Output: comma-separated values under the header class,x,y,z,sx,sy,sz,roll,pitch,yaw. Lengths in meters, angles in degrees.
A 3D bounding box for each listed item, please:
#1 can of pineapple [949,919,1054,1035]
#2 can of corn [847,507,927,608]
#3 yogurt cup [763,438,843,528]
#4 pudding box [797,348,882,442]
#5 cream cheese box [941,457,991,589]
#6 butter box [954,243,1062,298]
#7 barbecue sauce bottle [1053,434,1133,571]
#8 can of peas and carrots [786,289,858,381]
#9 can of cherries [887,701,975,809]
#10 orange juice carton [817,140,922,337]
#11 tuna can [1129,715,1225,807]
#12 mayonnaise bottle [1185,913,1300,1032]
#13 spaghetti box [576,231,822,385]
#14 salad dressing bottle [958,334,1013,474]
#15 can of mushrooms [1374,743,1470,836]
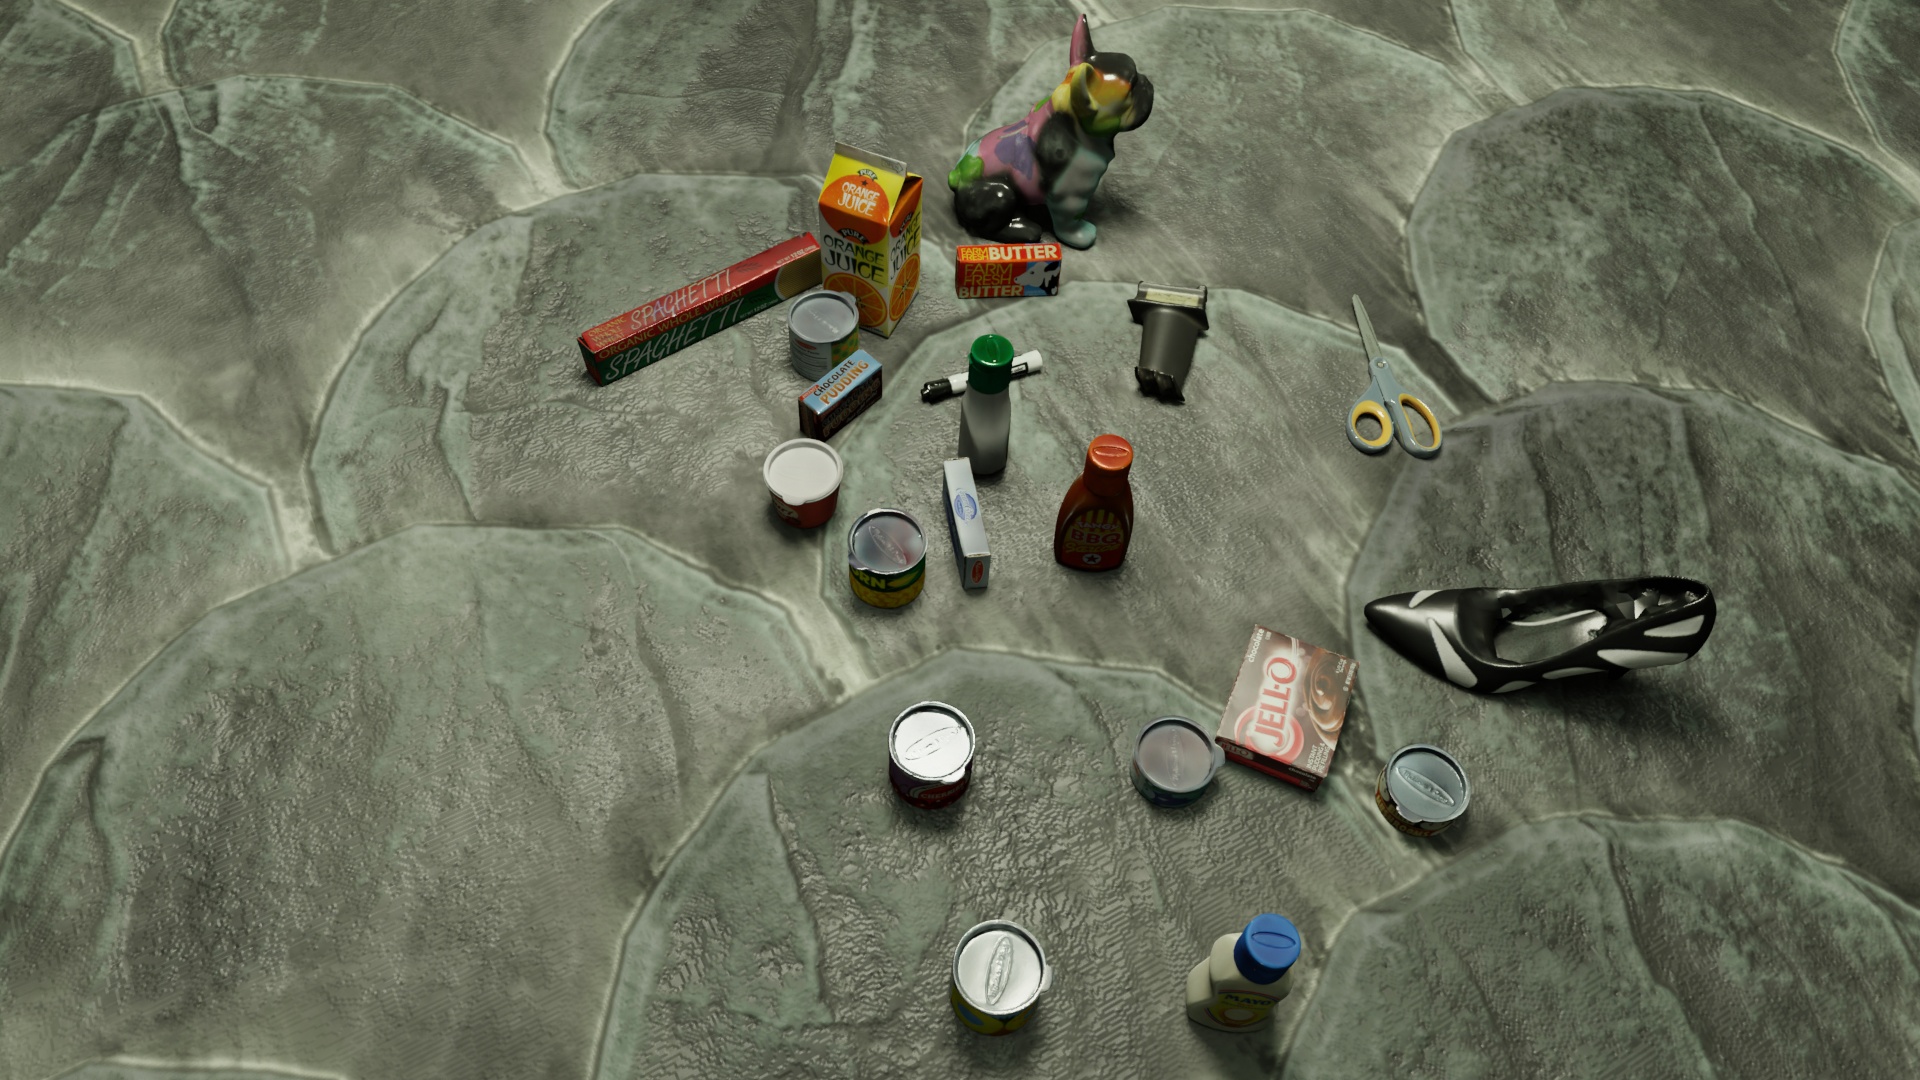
class,x,y,z,sx,sy,sz,roll,pitch,yaw
can of pineapple,0.027,0.310,0.978,0.071,0.057,0.071,2,56,-2
can of corn,-0.064,0.017,1.169,0.071,0.058,0.071,2,56,-2
yogurt cup,-0.136,-0.047,1.211,0.072,0.053,0.073,2,56,-2
pudding box,-0.110,-0.132,1.272,0.030,0.049,0.084,38,62,20
cream cheese box,0.004,-0.015,1.197,0.024,0.053,0.104,-7,57,-8
butter box,0.047,-0.266,1.369,0.103,0.052,0.024,-2,57,-5
barbecue sauce bottle,0.116,-0.030,1.157,0.065,0.147,0.044,5,56,0
can of peas and carrots,-0.127,-0.193,1.307,0.071,0.058,0.071,2,56,-2
can of cherries,-0.022,0.168,1.070,0.071,0.058,0.072,2,56,-2
orange juice carton,-0.083,-0.286,1.291,0.072,0.191,0.073,22,58,11
tuna can,0.170,0.174,1.092,0.071,0.032,0.071,2,56,-2
mayonnaise bottle,0.195,0.295,0.943,0.065,0.147,0.041,8,56,2
spaghetti box,-0.243,-0.222,1.325,0.251,0.050,0.029,-30,63,-21
salad dressing bottle,0.023,-0.118,1.211,0.044,0.147,0.064,-7,57,-8
can of mushrooms,0.360,0.197,1.087,0.071,0.033,0.071,2,56,-2
